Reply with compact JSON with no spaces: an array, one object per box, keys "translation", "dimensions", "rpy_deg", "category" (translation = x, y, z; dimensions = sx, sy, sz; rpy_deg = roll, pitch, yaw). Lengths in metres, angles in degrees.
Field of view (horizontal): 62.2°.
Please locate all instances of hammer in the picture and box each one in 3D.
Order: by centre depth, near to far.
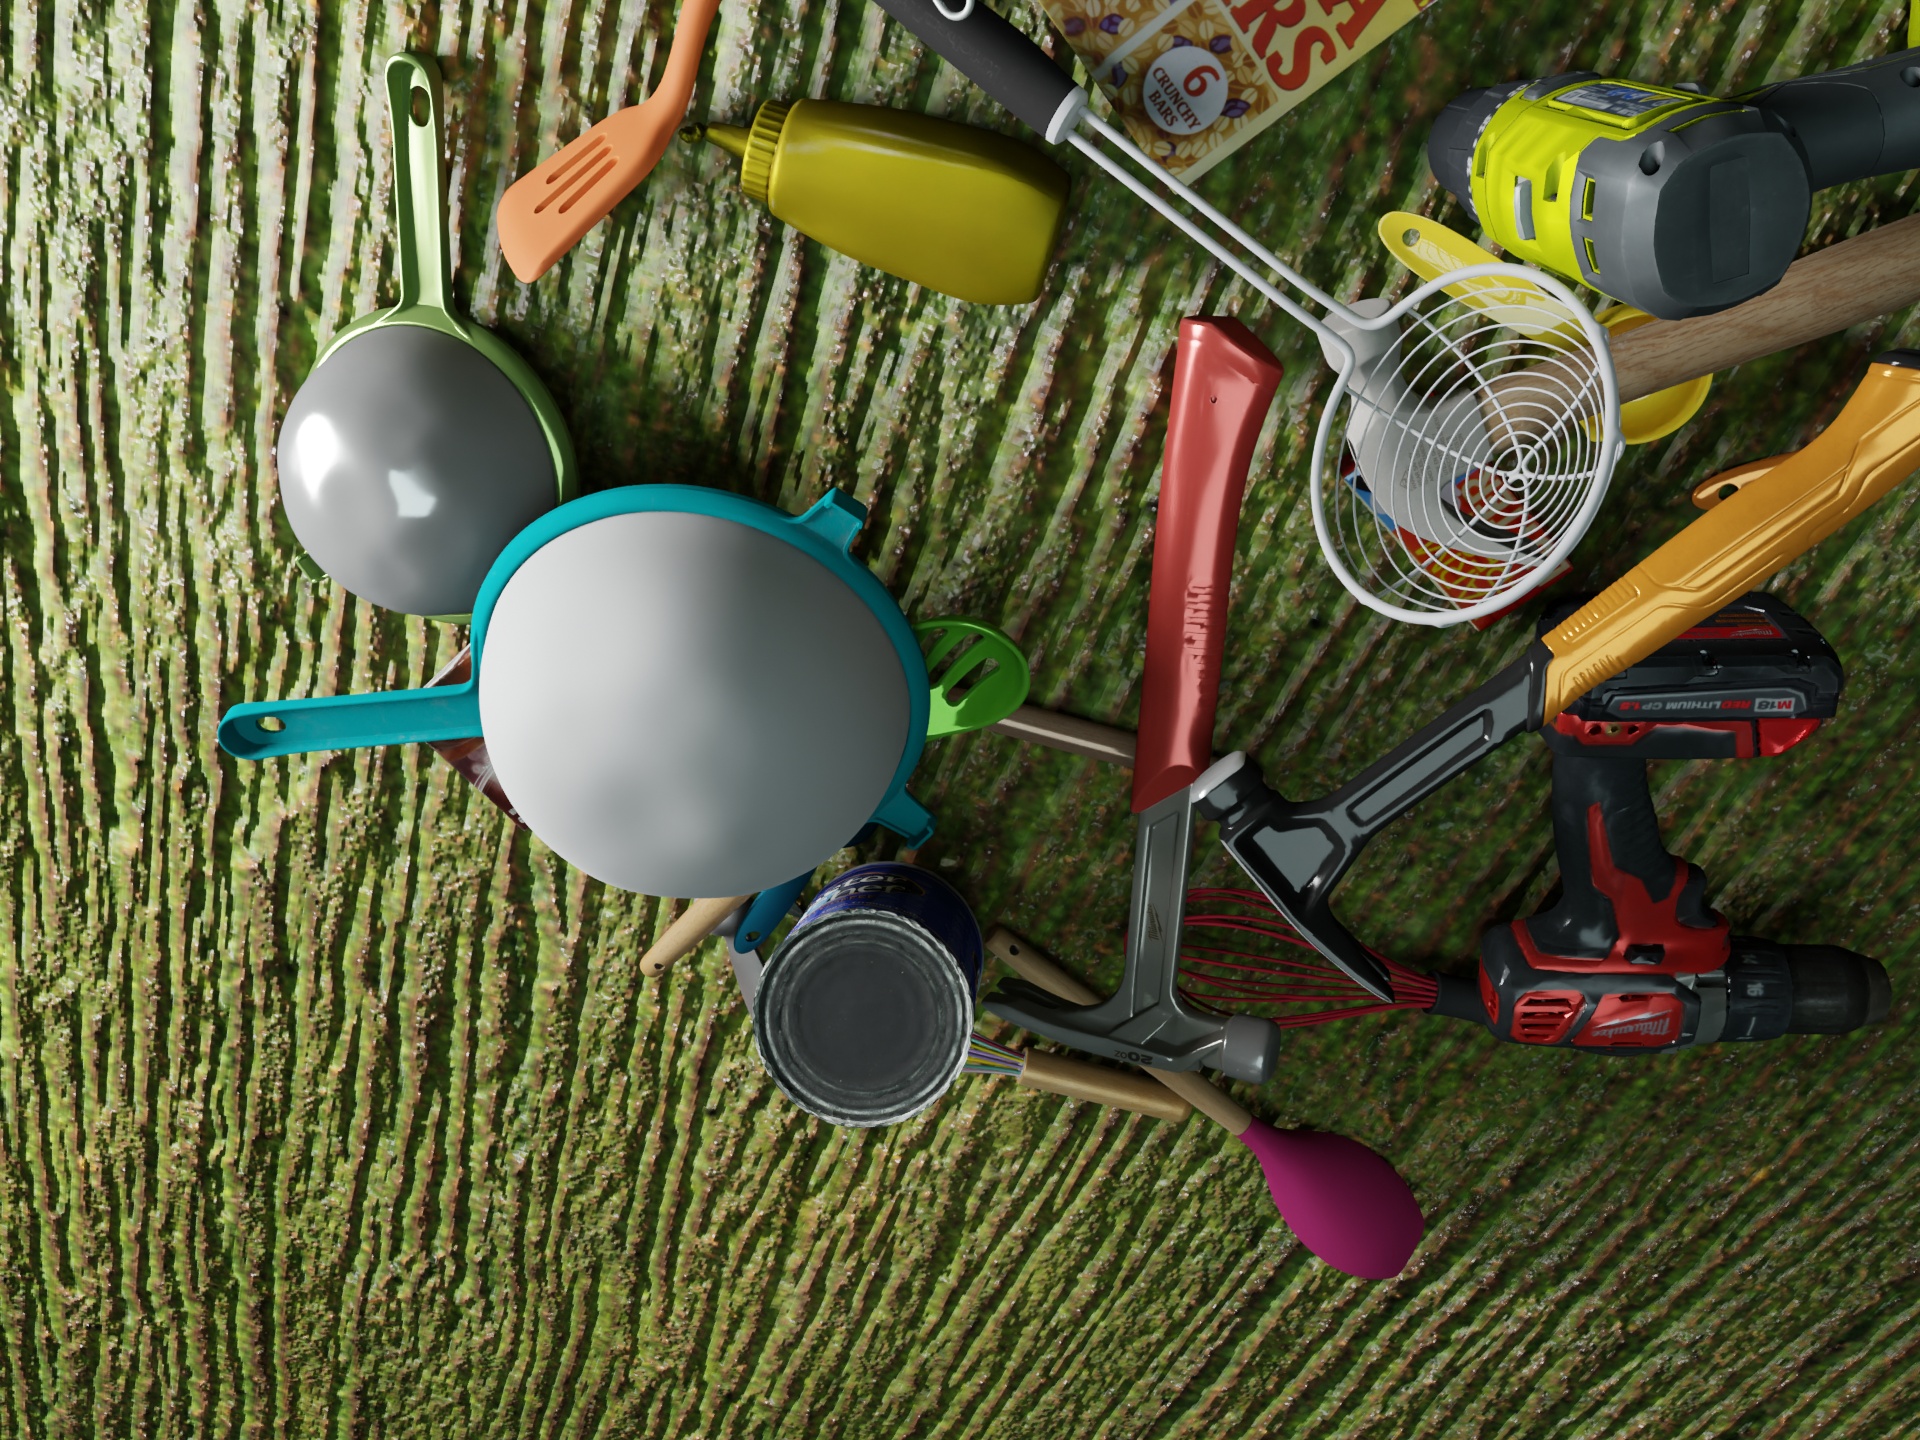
[{"translation":[0.318,-0.157,0.624],"dimensions":[0.331,0.031,0.130],"rpy_deg":[-20,116,13],"category":"hammer"},{"translation":[0.262,-0.022,0.651],"dimensions":[0.337,0.034,0.127],"rpy_deg":[-40,94,18],"category":"hammer"},{"translation":[0.091,-0.003,0.738],"dimensions":[0.149,0.037,0.359],"rpy_deg":[11,112,22],"category":"hammer"}]

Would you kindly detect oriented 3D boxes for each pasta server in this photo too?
[{"translation":[-0.001,-0.003,0.786],"dimensions":[0.316,0.040,0.060],"rpy_deg":[15,131,-3],"category":"pasta server"}]

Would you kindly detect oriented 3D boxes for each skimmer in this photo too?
[{"translation":[0.075,-0.181,0.575],"dimensions":[0.363,0.090,0.127],"rpy_deg":[40,124,6],"category":"skimmer"}]

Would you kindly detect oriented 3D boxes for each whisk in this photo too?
[{"translation":[0.227,0.139,0.833],"dimensions":[0.295,0.073,0.073],"rpy_deg":[11,122,-7],"category":"whisk"},{"translation":[0.014,0.189,0.897],"dimensions":[0.245,0.051,0.047],"rpy_deg":[15,116,-6],"category":"whisk"}]

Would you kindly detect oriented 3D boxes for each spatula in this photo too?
[{"translation":[-0.091,-0.311,0.606],"dimensions":[0.041,0.081,0.322],"rpy_deg":[15,121,-36],"category":"spatula"}]

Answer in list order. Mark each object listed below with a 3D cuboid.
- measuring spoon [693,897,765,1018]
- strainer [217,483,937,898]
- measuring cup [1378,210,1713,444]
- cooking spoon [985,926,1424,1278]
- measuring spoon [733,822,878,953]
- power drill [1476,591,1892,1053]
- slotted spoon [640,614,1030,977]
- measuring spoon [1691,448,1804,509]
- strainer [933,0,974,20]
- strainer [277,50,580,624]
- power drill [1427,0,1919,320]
[{"translation":[-0.121,0.145,0.900],"dimensions":[0.034,0.018,0.124],"rpy_deg":[-10,120,12],"category":"measuring spoon"},{"translation":[-0.185,0.015,0.704],"dimensions":[0.340,0.095,0.210],"rpy_deg":[-5,128,9],"category":"strainer"},{"translation":[0.239,-0.171,0.661],"dimensions":[0.156,0.029,0.062],"rpy_deg":[29,120,-7],"category":"measuring cup"},{"translation":[0.140,0.213,0.895],"dimensions":[0.318,0.017,0.069],"rpy_deg":[38,75,-10],"category":"cooking spoon"},{"translation":[-0.083,0.084,0.842],"dimensions":[0.042,0.021,0.128],"rpy_deg":[22,116,-33],"category":"measuring spoon"},{"translation":[0.347,0.059,0.743],"dimensions":[0.188,0.080,0.226],"rpy_deg":[0,116,7],"category":"power drill"},{"translation":[-0.076,0.046,0.796],"dimensions":[0.070,0.031,0.313],"rpy_deg":[32,125,-22],"category":"slotted spoon"},{"translation":[0.379,-0.109,0.688],"dimensions":[0.117,0.011,0.021],"rpy_deg":[-13,118,15],"category":"measuring spoon"},{"translation":[-0.070,-0.352,0.550],"dimensions":[0.087,0.050,0.258],"rpy_deg":[-32,93,32],"category":"strainer"},{"translation":[-0.247,-0.154,0.694],"dimensions":[0.151,0.069,0.256],"rpy_deg":[13,116,14],"category":"strainer"},{"translation":[0.291,-0.214,0.555],"dimensions":[0.228,0.191,0.080],"rpy_deg":[-16,118,0],"category":"power drill"}]
